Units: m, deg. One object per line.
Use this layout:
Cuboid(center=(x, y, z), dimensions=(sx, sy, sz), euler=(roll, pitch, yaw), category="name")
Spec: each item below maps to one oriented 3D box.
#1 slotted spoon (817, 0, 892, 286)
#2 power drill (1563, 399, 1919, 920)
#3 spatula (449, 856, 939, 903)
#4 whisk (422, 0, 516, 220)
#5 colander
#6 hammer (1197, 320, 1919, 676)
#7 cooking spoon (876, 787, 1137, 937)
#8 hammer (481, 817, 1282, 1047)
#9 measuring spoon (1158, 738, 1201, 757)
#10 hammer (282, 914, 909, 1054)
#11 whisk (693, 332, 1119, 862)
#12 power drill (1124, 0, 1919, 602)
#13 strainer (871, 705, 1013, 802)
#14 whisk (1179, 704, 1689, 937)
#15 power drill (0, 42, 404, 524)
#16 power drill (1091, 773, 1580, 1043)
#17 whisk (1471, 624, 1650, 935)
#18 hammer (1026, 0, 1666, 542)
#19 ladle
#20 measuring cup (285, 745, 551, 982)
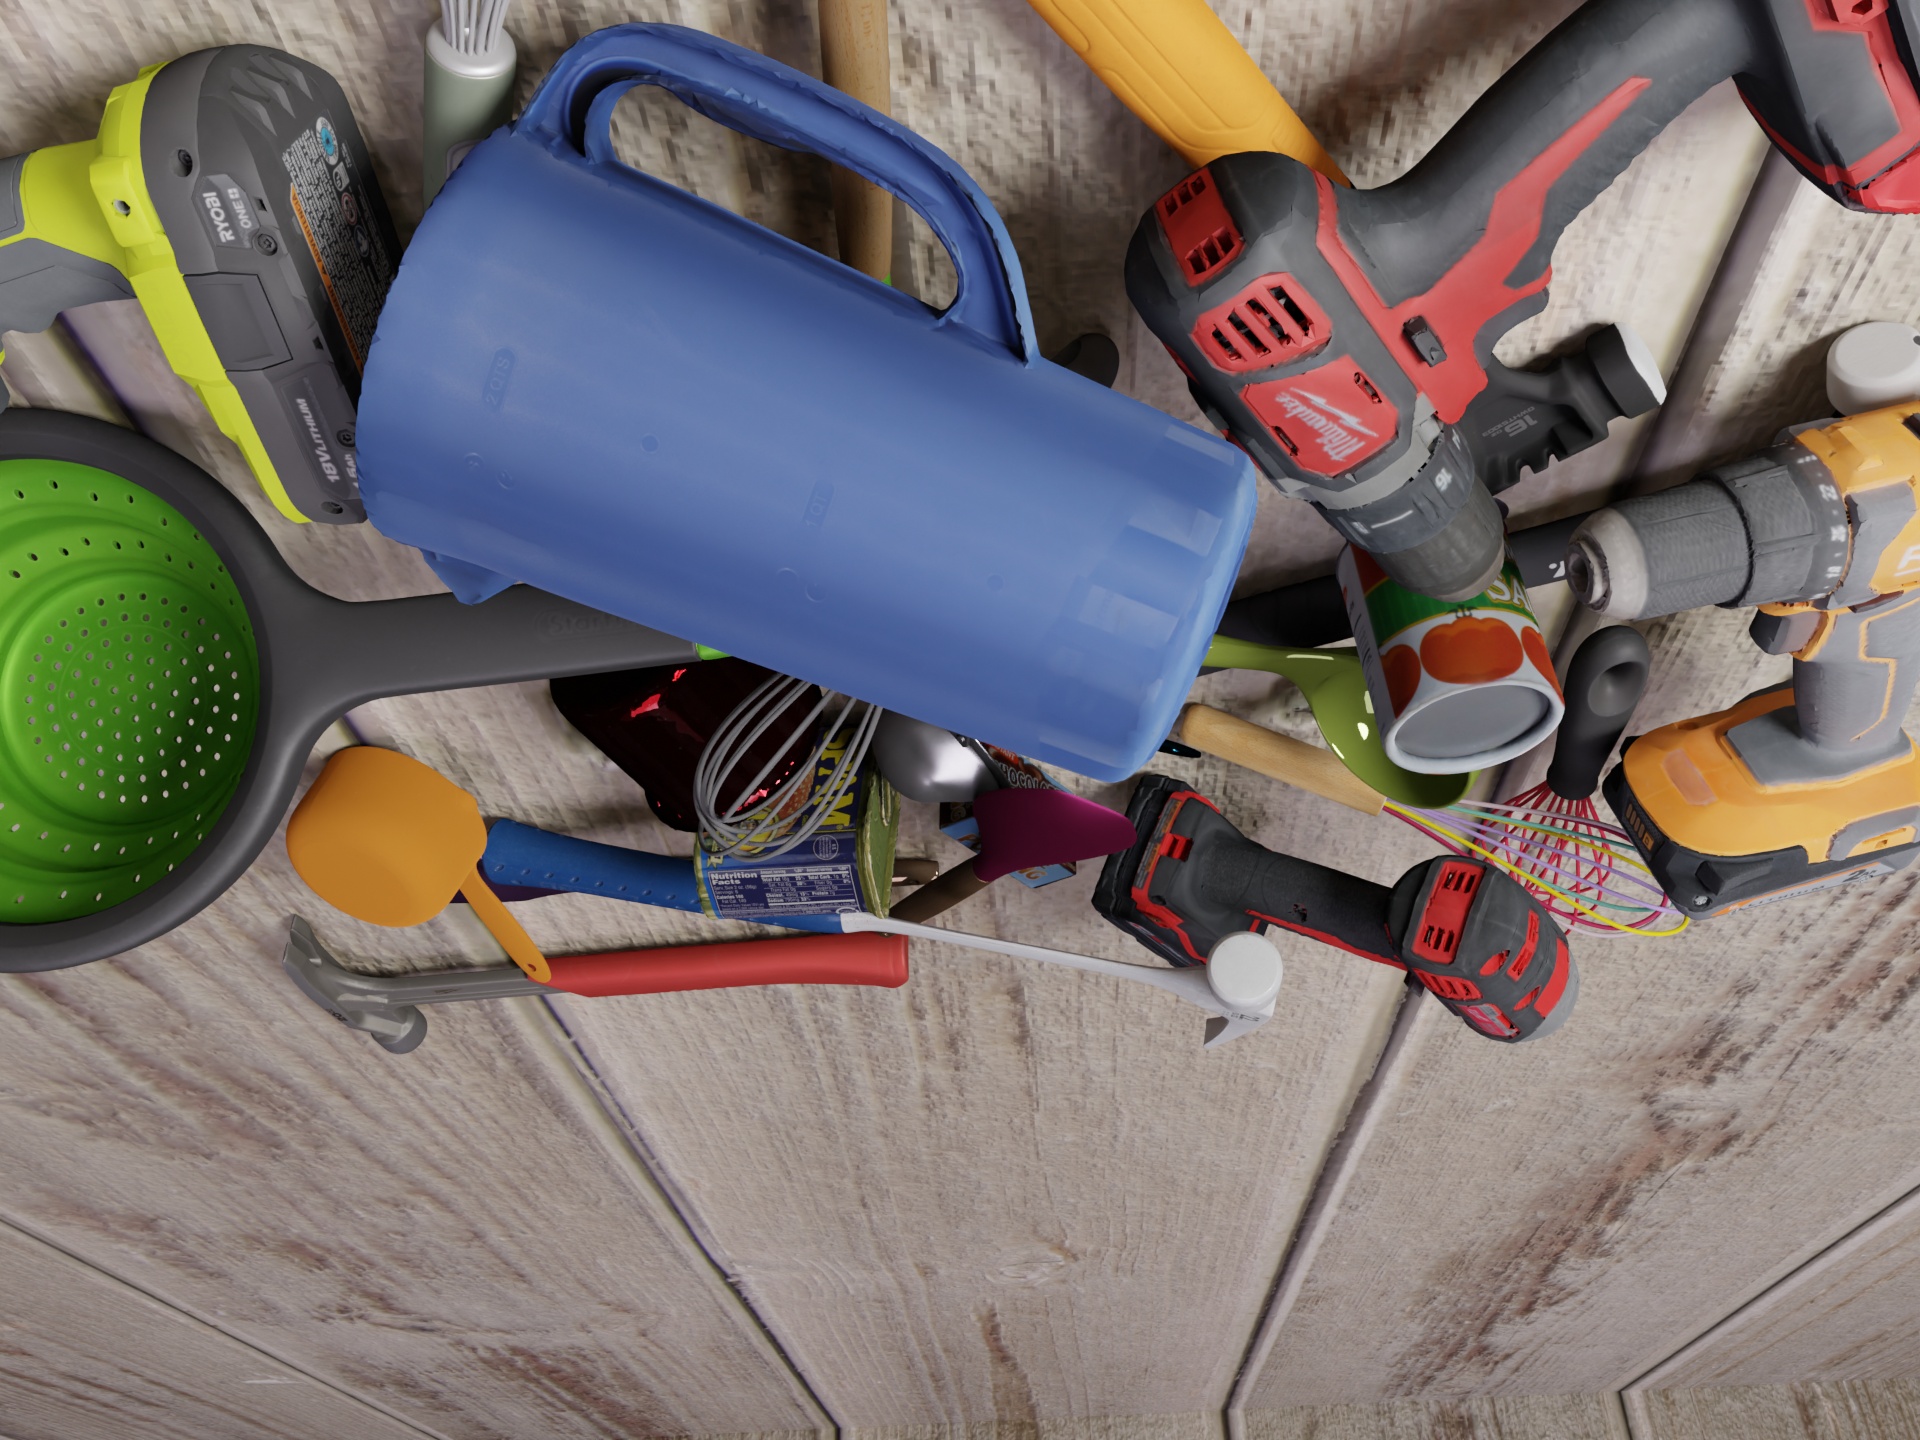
Cuboid(center=(-0.028, -0.160, 0.494), dimensions=(0.070, 0.031, 0.313), euler=(-2, 149, -1), category="slotted spoon")
Cuboid(center=(0.311, -0.019, 0.611), dimensions=(0.185, 0.084, 0.226), euler=(-13, 138, -3), category="power drill")
Cuboid(center=(-0.170, 0.086, 0.880), dimensions=(0.316, 0.018, 0.059), euler=(0, 144, -1), category="spatula")
Cuboid(center=(-0.134, -0.192, 0.438), dimensions=(0.058, 0.059, 0.246), euler=(-19, 159, -27), category="whisk")
Cuboid(center=(-0.261, -0.020, 0.618), dimensions=(0.397, 0.204, 0.094), euler=(-7, 179, -2), category="colander")
Cuboid(center=(0.217, -0.059, 0.669), dimensions=(0.335, 0.035, 0.146), euler=(-15, 144, 18), category="hammer")
Cuboid(center=(0.005, 0.079, 0.793), dimensions=(0.068, 0.017, 0.319), euler=(22, 159, -12), category="cooking spoon")
Cuboid(center=(-0.045, 0.103, 0.801), dimensions=(0.405, 0.035, 0.144), euler=(9, 162, 12), category="hammer")
Cuboid(center=(0.069, -0.005, 0.757), dimensions=(0.128, 0.021, 0.042), euler=(16, 169, -34), category="measuring spoon")
Cuboid(center=(-0.210, 0.149, 0.958), dimensions=(0.359, 0.037, 0.149), euler=(-5, 147, 5), category="hammer")
Cuboid(center=(-0.020, -0.043, 0.580), dimensions=(0.055, 0.055, 0.239), euler=(31, 101, -40), category="whisk")
Cuboid(center=(0.183, -0.135, 0.468), dimensions=(0.226, 0.080, 0.187), euler=(-33, 134, 22), category="power drill")
Cuboid(center=(-0.001, -0.002, 0.655), dimensions=(0.087, 0.050, 0.258), euler=(44, 164, 1), category="strainer")
Cuboid(center=(0.219, 0.044, 0.742), dimensions=(0.245, 0.047, 0.051), euler=(21, 157, 11), category="whisk")
Cuboid(center=(-0.289, -0.108, 0.493), dimensions=(0.228, 0.080, 0.190), euler=(-6, 128, 5), category="power drill")
Cuboid(center=(0.187, 0.099, 0.777), dimensions=(0.220, 0.078, 0.143), euler=(11, 161, 42), category="power drill")
Cuboid(center=(0.295, 0.038, 0.776), dimensions=(0.073, 0.073, 0.295), euler=(-7, 150, 7), category="whisk")
Cuboid(center=(0.098, -0.164, 0.504), dimensions=(0.127, 0.034, 0.336), euler=(-28, 139, 32), category="hammer")
Cuboid(center=(0.067, -0.024, 0.636), dimensions=(0.320, 0.062, 0.078), euler=(12, 159, -15), category="ladle")
Cuboid(center=(-0.267, 0.092, 0.803), dimensions=(0.095, 0.052, 0.173), euler=(-9, 127, 29), category="measuring cup")
